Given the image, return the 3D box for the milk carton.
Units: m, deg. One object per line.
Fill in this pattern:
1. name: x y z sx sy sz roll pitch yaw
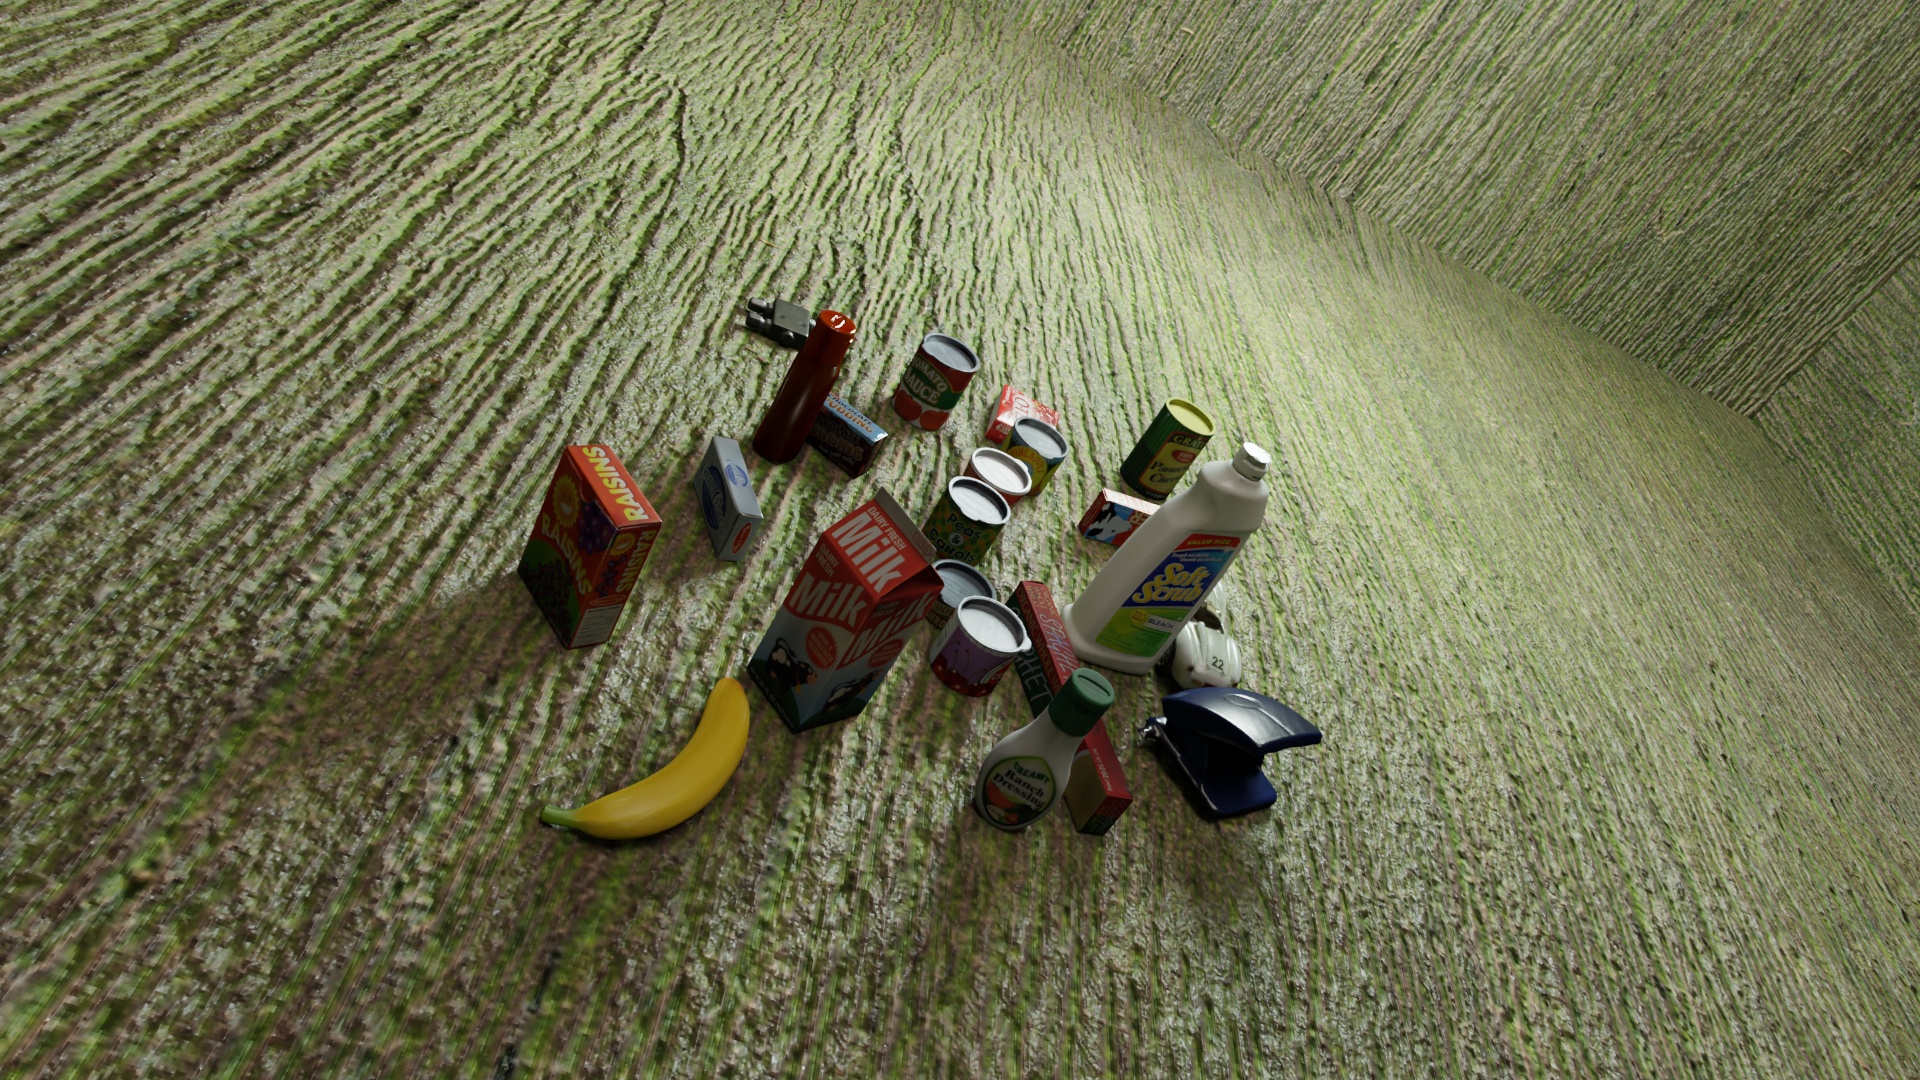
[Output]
1. milk carton: -0.079 0.051 1.031 0.074 0.189 0.072 -10 51 -47

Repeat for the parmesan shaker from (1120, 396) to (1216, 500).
1. parmesan shaker: 0.240 -0.104 1.593 0.071 0.102 0.072 22 33 -15

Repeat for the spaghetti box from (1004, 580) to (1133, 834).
1. spaghetti box: 0.085 0.135 1.188 0.029 0.050 0.251 12 37 -29

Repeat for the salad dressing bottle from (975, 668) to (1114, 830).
1. salad dressing bottle: 0.064 0.157 1.048 0.064 0.147 0.044 32 32 0

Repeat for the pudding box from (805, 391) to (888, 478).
1. pudding box: -0.117 -0.105 1.344 0.084 0.049 0.030 38 32 9

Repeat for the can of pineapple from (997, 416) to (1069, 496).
1. can of pineapple: 0.072 -0.088 1.473 0.071 0.057 0.071 22 33 -15

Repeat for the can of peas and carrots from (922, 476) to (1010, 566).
1. can of peas and carrots: 0.005 -0.017 1.317 0.071 0.058 0.071 22 33 -15

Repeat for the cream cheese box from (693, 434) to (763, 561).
1. cream cheese box: -0.198 -0.036 1.177 0.024 0.053 0.104 9 39 -33

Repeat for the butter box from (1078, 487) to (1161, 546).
1. butter box: 0.183 -0.018 1.475 0.103 0.053 0.024 16 35 -24

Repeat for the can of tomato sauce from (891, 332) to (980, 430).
1. can of tomato sauce: -0.029 -0.168 1.472 0.071 0.082 0.071 22 33 -15

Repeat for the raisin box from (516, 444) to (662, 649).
1. raisin box: -0.269 0.004 0.997 0.040 0.122 0.086 -7 49 -46

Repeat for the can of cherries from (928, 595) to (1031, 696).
1. can of cherries: 0.016 0.092 1.180 0.071 0.058 0.072 22 33 -15

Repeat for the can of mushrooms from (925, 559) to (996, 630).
1. can of mushrooms: -0.005 0.052 1.240 0.071 0.033 0.071 22 33 -15

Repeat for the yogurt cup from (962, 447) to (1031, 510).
1. yogurt cup: 0.029 -0.052 1.390 0.072 0.053 0.073 22 33 -15

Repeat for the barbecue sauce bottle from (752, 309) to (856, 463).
1. barbecue sauce bottle: -0.142 -0.143 1.281 0.044 0.147 0.065 32 32 0
